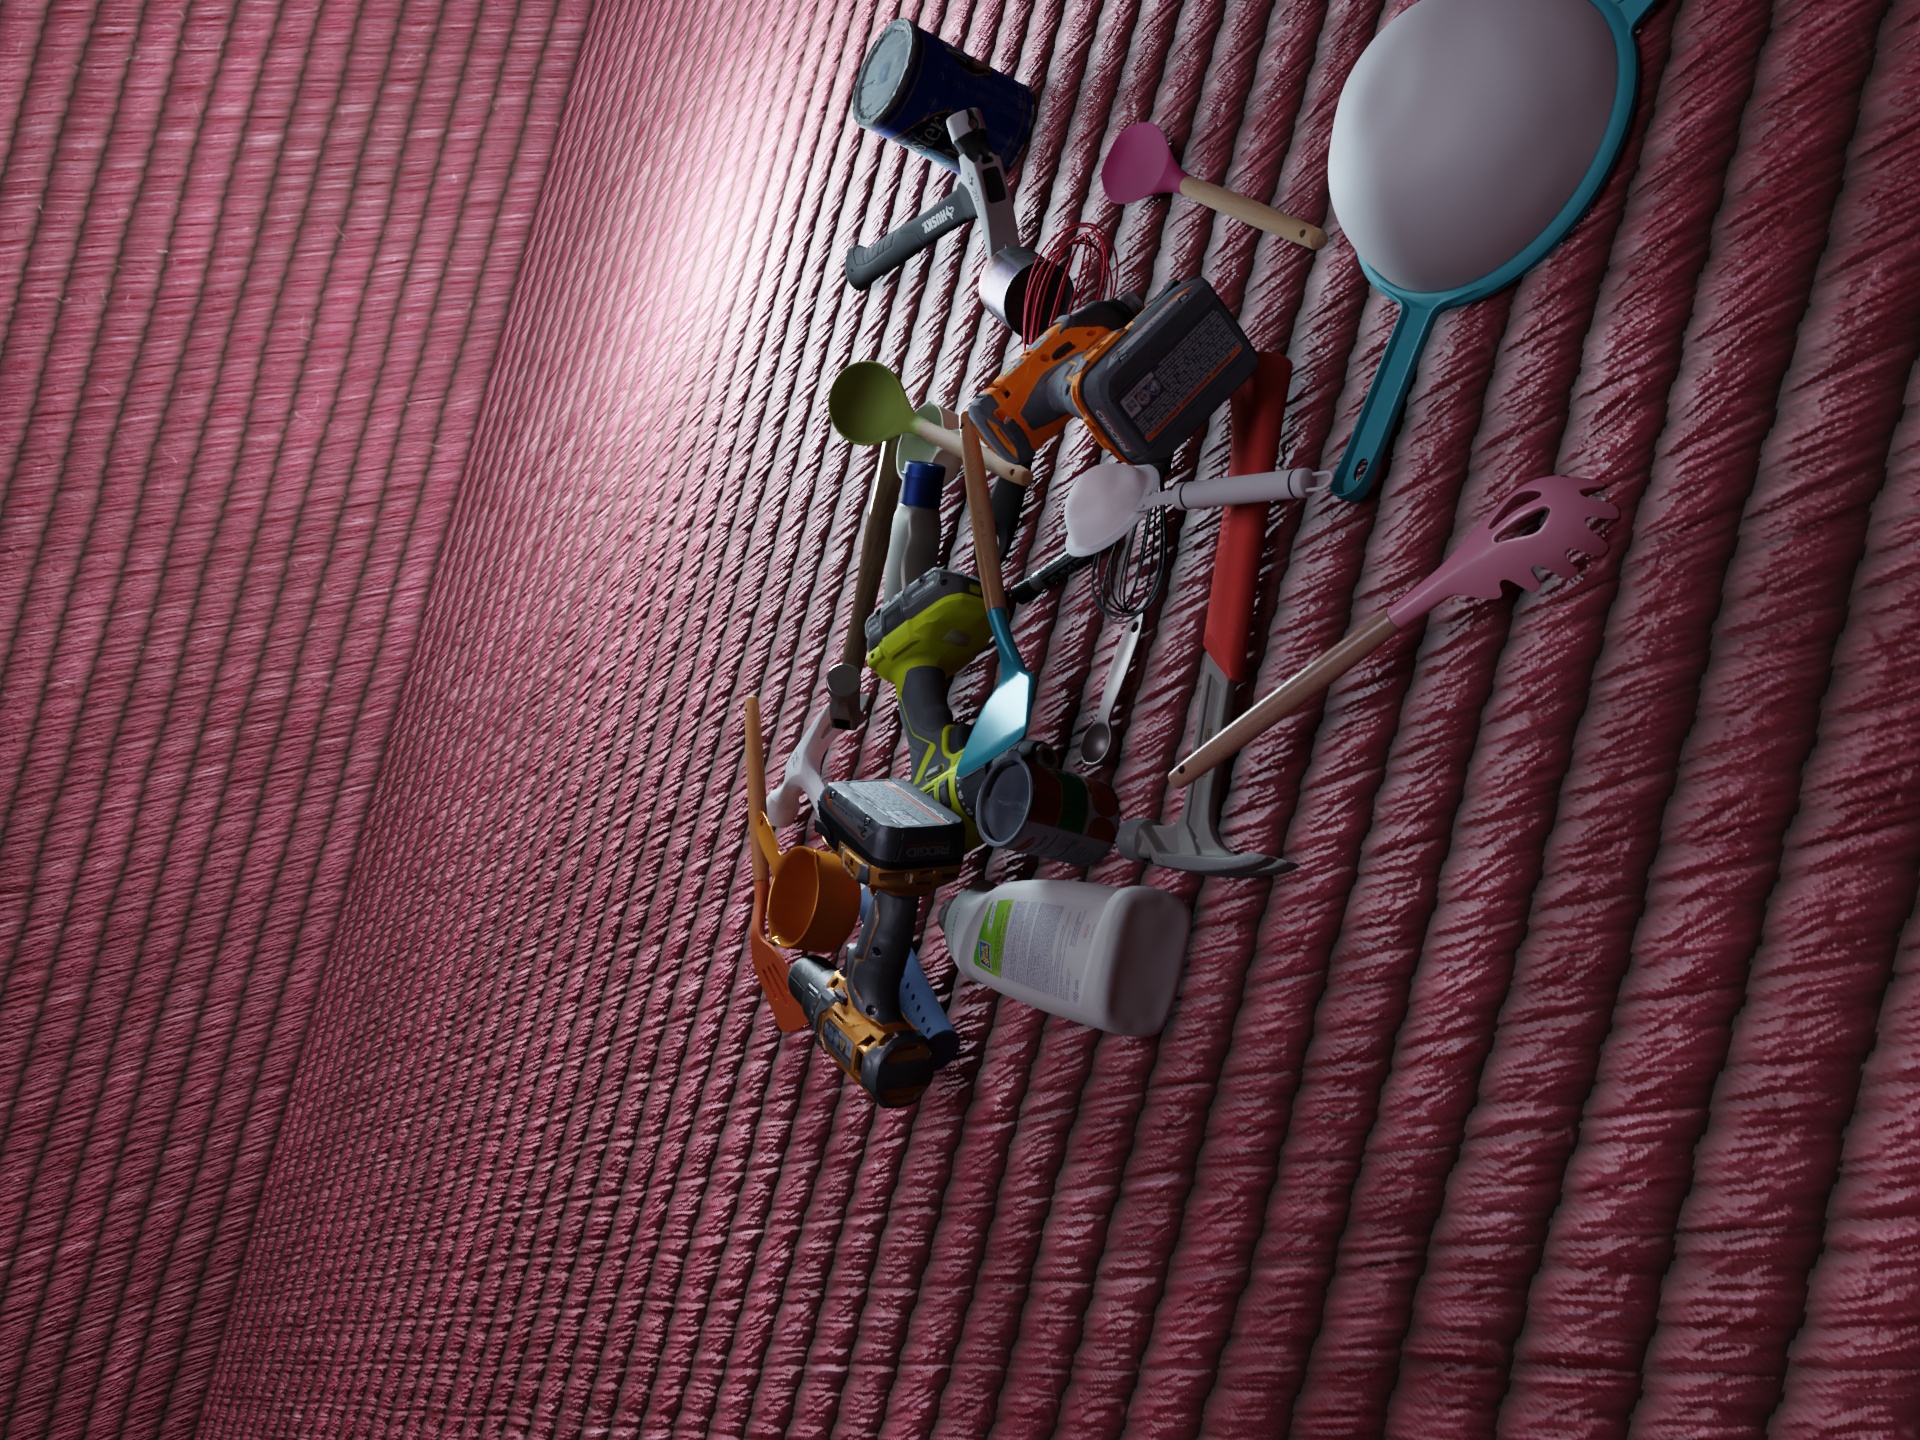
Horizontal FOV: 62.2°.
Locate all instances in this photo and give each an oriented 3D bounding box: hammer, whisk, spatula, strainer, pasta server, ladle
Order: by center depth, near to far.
[{"bbox_3d":[0.242,-0.042,0.945,0.316,0.040,0.060,-41,45,35],"label":"pasta server"},{"bbox_3d":[0.274,-0.309,0.981,0.211,0.095,0.340,27,99,57],"label":"strainer"},{"bbox_3d":[0.188,-0.075,1.068,0.149,0.036,0.359,-1,76,56],"label":"hammer"},{"bbox_3d":[0.147,-0.155,1.086,0.258,0.050,0.087,2,55,49],"label":"strainer"},{"bbox_3d":[0.143,-0.186,1.180,0.055,0.055,0.239,0,72,57],"label":"whisk"},{"bbox_3d":[0.017,-0.110,1.229,0.082,0.044,0.318,-34,55,44],"label":"spatula"},{"bbox_3d":[0.063,-0.265,1.322,0.073,0.073,0.295,37,113,56],"label":"whisk"},{"bbox_3d":[-0.029,-0.250,1.378,0.320,0.062,0.078,39,112,55],"label":"ladle"},{"bbox_3d":[-0.084,0.141,1.389,0.144,0.035,0.406,-60,35,22],"label":"hammer"},{"bbox_3d":[-0.082,-0.145,1.477,0.130,0.031,0.331,98,-179,-67],"label":"hammer"},{"bbox_3d":[-0.180,0.129,1.497,0.081,0.041,0.323,-39,52,56],"label":"spatula"},{"bbox_3d":[-0.038,-0.467,1.543,0.335,0.035,0.146,2,113,65],"label":"hammer"}]

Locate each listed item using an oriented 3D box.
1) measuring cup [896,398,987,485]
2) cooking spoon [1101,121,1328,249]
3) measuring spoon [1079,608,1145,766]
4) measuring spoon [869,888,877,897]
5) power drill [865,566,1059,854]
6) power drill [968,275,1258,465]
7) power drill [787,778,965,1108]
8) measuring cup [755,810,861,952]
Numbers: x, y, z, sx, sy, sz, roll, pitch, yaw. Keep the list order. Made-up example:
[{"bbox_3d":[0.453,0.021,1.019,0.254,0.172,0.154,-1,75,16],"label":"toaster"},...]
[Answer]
[{"bbox_3d":[0.002,-0.246,1.425,0.168,0.038,0.083,10,85,56],"label":"measuring cup"},{"bbox_3d":[0.188,-0.406,1.225,0.068,0.017,0.319,-64,33,18],"label":"cooking spoon"},{"bbox_3d":[0.119,-0.023,1.176,0.034,0.018,0.124,7,76,57],"label":"measuring spoon"},{"bbox_3d":[-0.048,0.101,1.341,0.011,0.021,0.117,120,175,-64],"label":"measuring spoon"},{"bbox_3d":[-0.002,-0.004,1.292,0.190,0.080,0.229,-34,52,41],"label":"power drill"},{"bbox_3d":[0.112,-0.256,1.143,0.164,0.084,0.227,-45,23,-10],"label":"power drill"},{"bbox_3d":[-0.075,0.161,1.238,0.185,0.084,0.226,30,117,55],"label":"power drill"},{"bbox_3d":[-0.137,0.134,1.394,0.095,0.052,0.174,-62,32,19],"label":"measuring cup"}]
